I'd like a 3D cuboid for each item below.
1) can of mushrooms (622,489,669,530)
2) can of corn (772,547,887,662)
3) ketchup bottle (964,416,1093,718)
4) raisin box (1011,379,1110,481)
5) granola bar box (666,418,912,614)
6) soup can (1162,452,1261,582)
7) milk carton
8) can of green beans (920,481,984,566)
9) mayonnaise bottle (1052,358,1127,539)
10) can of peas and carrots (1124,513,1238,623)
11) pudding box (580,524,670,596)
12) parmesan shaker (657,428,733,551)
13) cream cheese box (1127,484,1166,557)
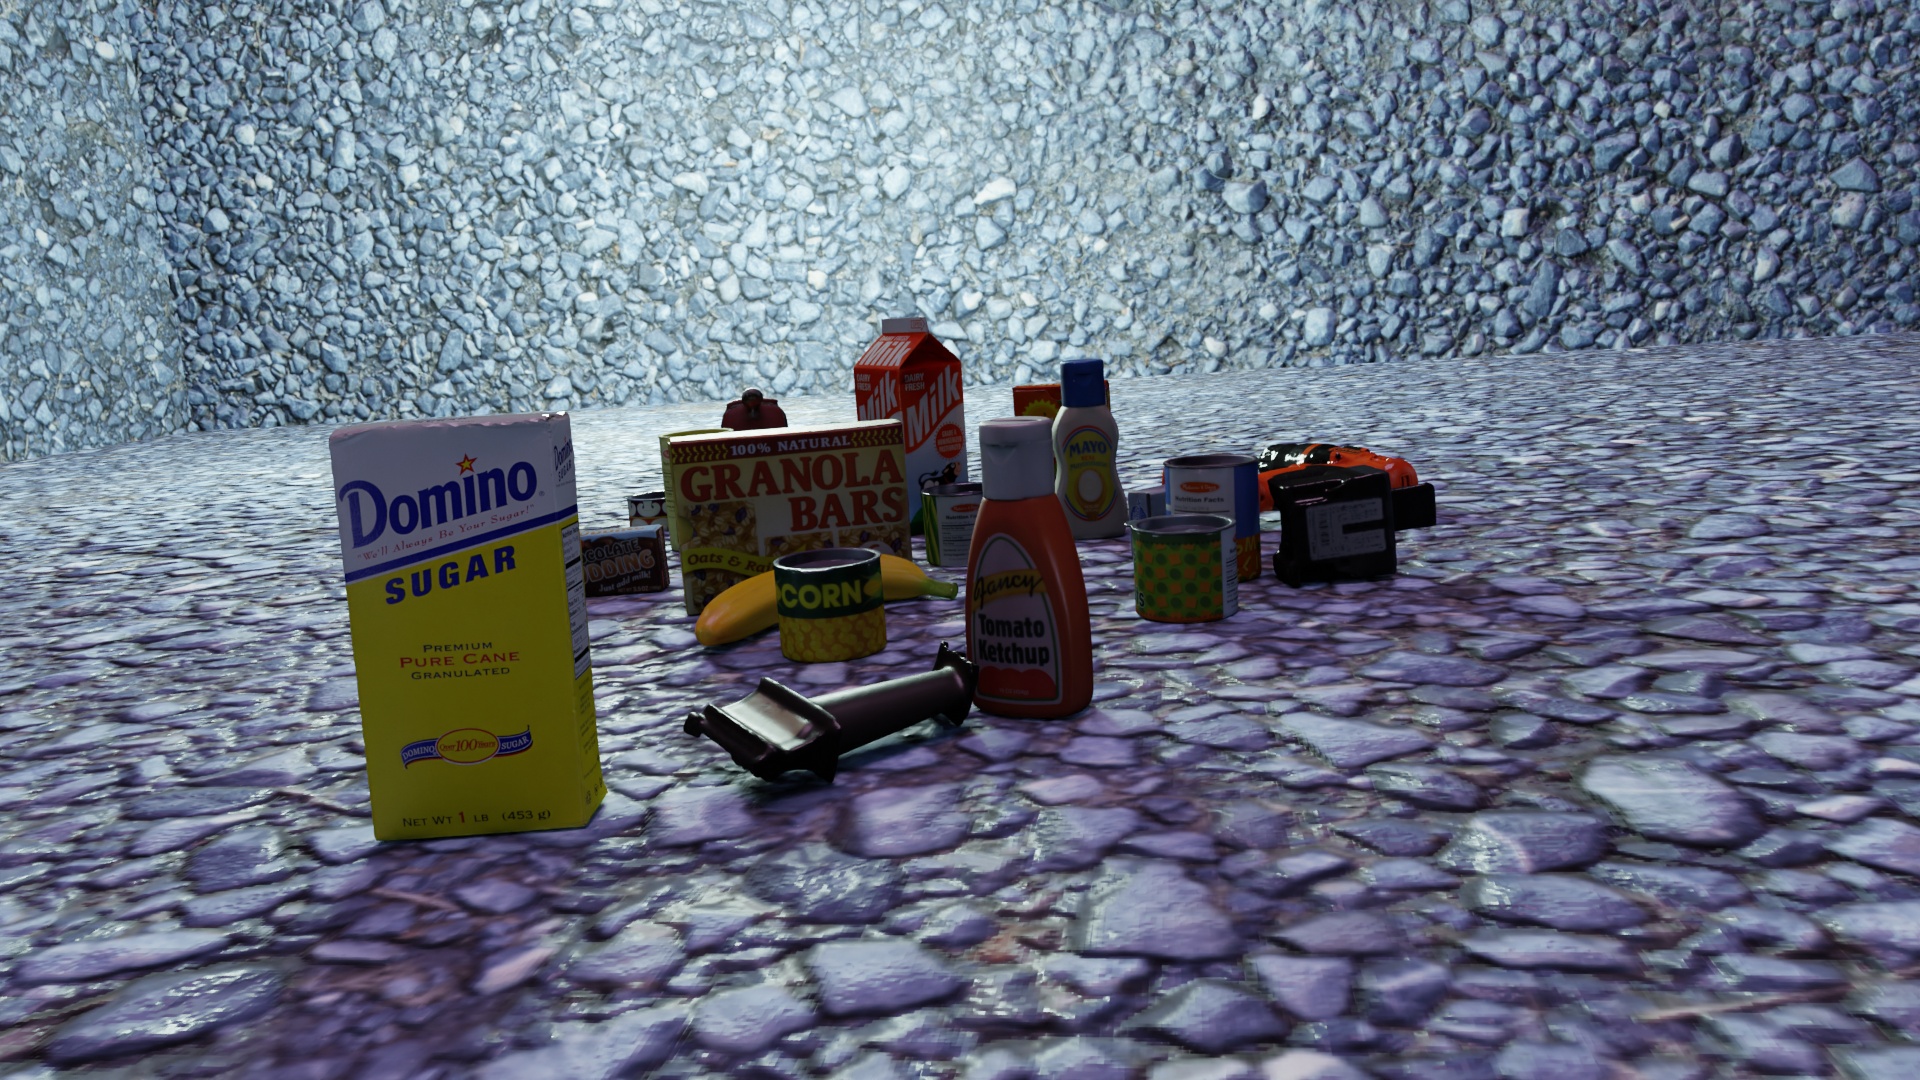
[{"bbox_3d":[-0.297,-0.030,1.372,0.071,0.033,0.071,-4,10,1],"label":"can of mushrooms"},{"bbox_3d":[-0.080,0.039,0.849,0.071,0.058,0.071,-4,10,1],"label":"can of corn"},{"bbox_3d":[0.032,0.013,0.701,0.064,0.148,0.044,2,11,29],"label":"ketchup bottle"},{"bbox_3d":[0.094,-0.080,1.248,0.086,0.123,0.040,-2,10,11],"label":"raisin box"},{"bbox_3d":[-0.120,-0.018,0.994,0.166,0.124,0.039,-6,10,-11],"label":"granola bar box"},{"bbox_3d":[0.179,-0.017,0.983,0.071,0.083,0.071,-4,10,1],"label":"soup can"},{"bbox_3d":[-0.045,-0.105,1.253,0.074,0.190,0.072,-12,13,-37],"label":"milk carton"},{"bbox_3d":[0.004,-0.013,1.103,0.071,0.057,0.071,-4,10,1],"label":"can of green beans"},{"bbox_3d":[0.104,-0.076,1.156,0.065,0.147,0.041,-4,10,1],"label":"mayonnaise bottle"},{"bbox_3d":[0.141,0.017,0.885,0.071,0.058,0.071,-4,10,1],"label":"can of peas and carrots"},{"bbox_3d":[-0.270,0.016,1.070,0.084,0.049,0.030,-4,10,-1],"label":"pudding box"},{"bbox_3d":[-0.233,-0.046,1.242,0.071,0.103,0.071,-4,10,1],"label":"parmesan shaker"},{"bbox_3d":[0.175,-0.019,1.082,0.104,0.053,0.024,-12,13,-37],"label":"cream cheese box"}]
